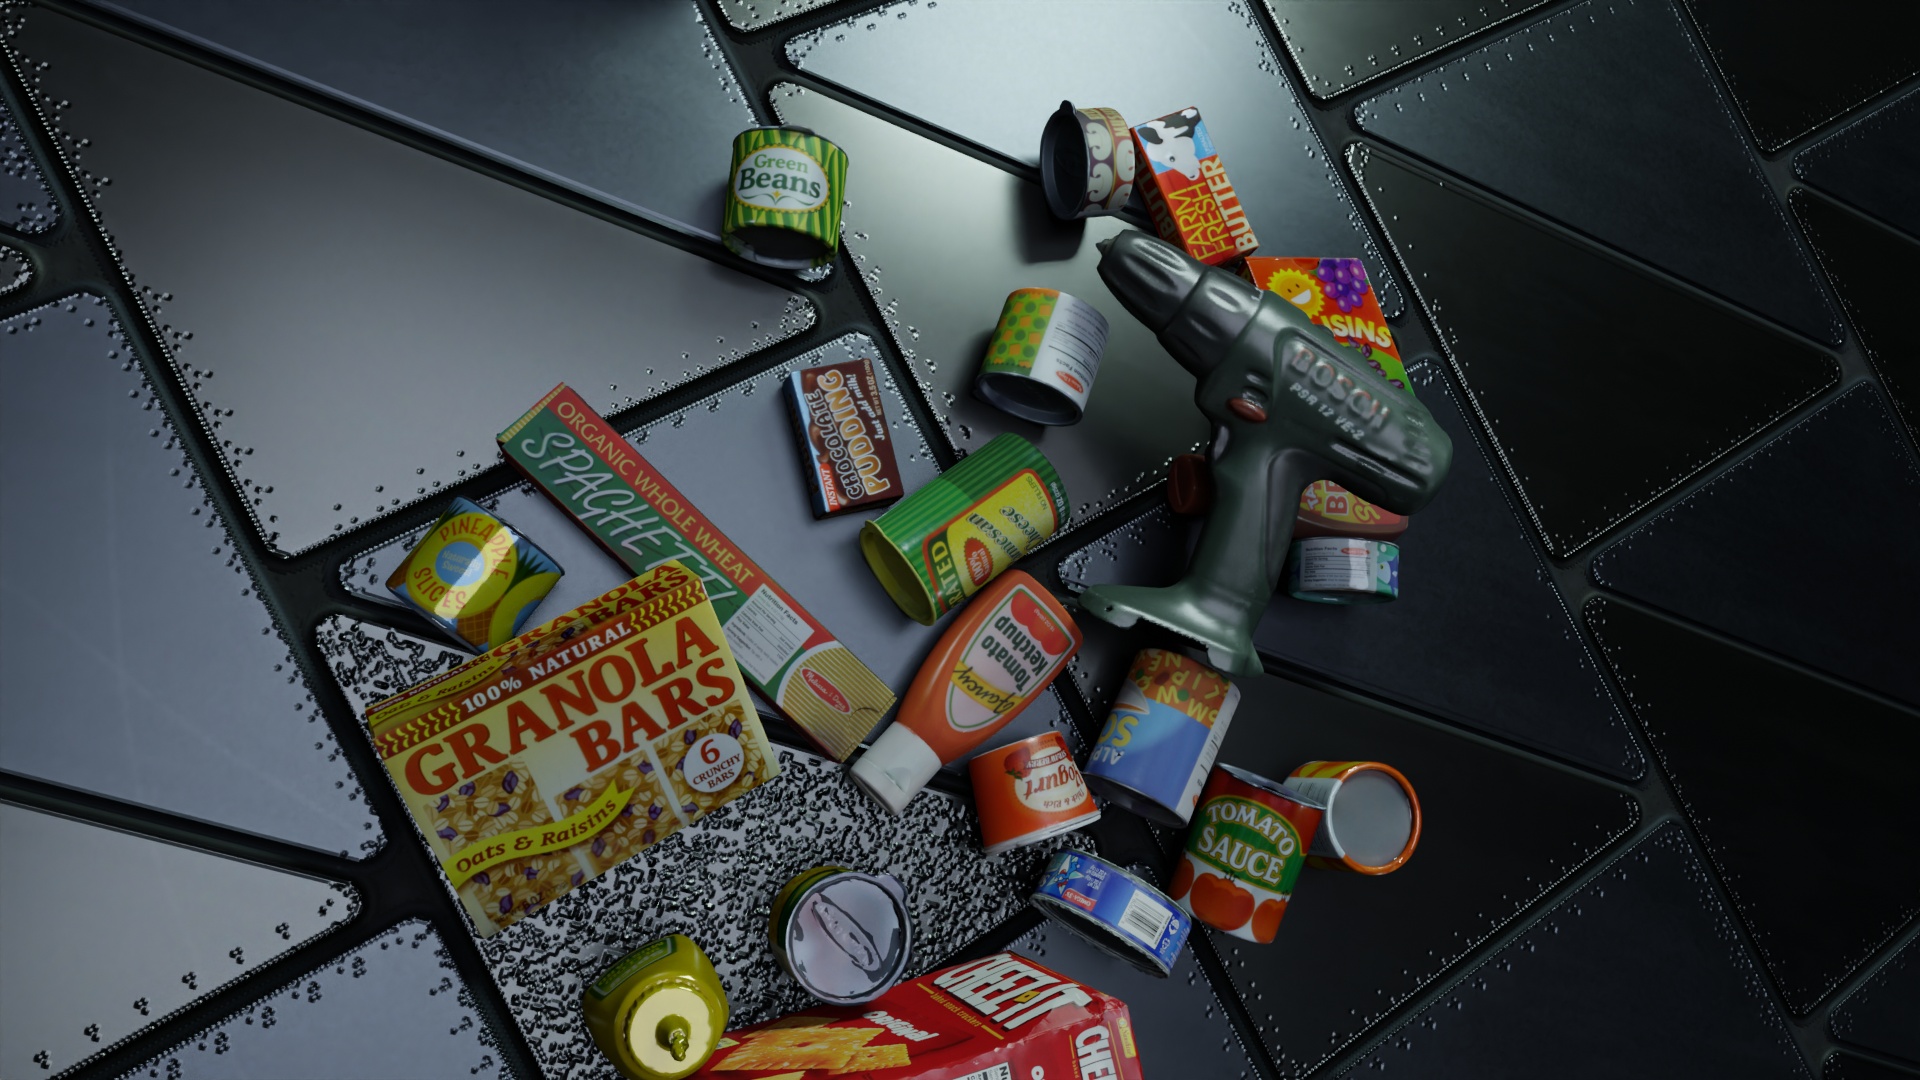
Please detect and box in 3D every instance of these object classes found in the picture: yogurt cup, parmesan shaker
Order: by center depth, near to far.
[{"bbox_3d":[0.038,0.139,0.772,0.072,0.072,0.054,-14,78,-20],"label":"yogurt cup"},{"bbox_3d":[0.003,-0.010,0.782,0.103,0.071,0.071,-36,93,-20],"label":"parmesan shaker"}]

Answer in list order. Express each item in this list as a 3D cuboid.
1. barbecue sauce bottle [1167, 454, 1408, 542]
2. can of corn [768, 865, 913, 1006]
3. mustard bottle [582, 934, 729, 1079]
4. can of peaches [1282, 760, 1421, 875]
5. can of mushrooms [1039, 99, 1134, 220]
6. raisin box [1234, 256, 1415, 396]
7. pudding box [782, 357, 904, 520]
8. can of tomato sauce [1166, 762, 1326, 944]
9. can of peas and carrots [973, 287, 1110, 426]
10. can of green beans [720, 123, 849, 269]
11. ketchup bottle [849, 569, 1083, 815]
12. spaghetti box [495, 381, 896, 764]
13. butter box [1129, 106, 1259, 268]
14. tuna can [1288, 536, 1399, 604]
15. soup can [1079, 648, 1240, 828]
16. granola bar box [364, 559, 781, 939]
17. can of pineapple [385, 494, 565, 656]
[{"bbox_3d":[0.203,-0.031,0.865,0.149,0.043,0.065,3,69,-17],"label":"barbecue sauce bottle"},{"bbox_3d":[-0.062,0.204,0.730,0.071,0.058,0.071,3,80,-17],"label":"can of corn"},{"bbox_3d":[-0.139,0.221,0.649,0.065,0.160,0.049,-31,90,-21],"label":"mustard bottle"},{"bbox_3d":[0.235,0.165,0.834,0.071,0.058,0.071,3,80,-17],"label":"can of peaches"},{"bbox_3d":[0.077,-0.232,0.844,0.033,0.071,0.071,-8,84,-20],"label":"can of mushrooms"},{"bbox_3d":[0.225,-0.119,0.871,0.086,0.040,0.124,-4,63,-18],"label":"raisin box"},{"bbox_3d":[-0.067,-0.058,0.788,0.050,0.030,0.083,-12,85,-19],"label":"pudding box"},{"bbox_3d":[0.162,0.178,0.793,0.071,0.071,0.083,21,90,-14],"label":"can of tomato sauce"},{"bbox_3d":[0.047,-0.107,0.817,0.071,0.071,0.059,23,74,-13],"label":"can of peas and carrots"},{"bbox_3d":[-0.099,-0.191,0.782,0.071,0.071,0.058,9,79,-17],"label":"can of green beans"},{"bbox_3d":[0.000,0.087,0.779,0.149,0.043,0.064,-46,103,-19],"label":"ketchup bottle"},{"bbox_3d":[-0.141,0.019,0.752,0.250,0.028,0.050,44,71,-7],"label":"spaghetti box"},{"bbox_3d":[0.146,-0.221,0.889,0.053,0.024,0.103,-23,89,-21],"label":"butter box"},{"bbox_3d":[0.236,0.020,0.858,0.071,0.071,0.033,8,80,-17],"label":"tuna can"},{"bbox_3d":[0.113,0.112,0.800,0.071,0.071,0.084,30,73,-11],"label":"soup can"},{"bbox_3d":[-0.188,0.101,0.693,0.166,0.039,0.123,-28,116,-20],"label":"granola bar box"},{"bbox_3d":[-0.244,0.019,0.697,0.071,0.071,0.058,37,72,-9],"label":"can of pineapple"}]
